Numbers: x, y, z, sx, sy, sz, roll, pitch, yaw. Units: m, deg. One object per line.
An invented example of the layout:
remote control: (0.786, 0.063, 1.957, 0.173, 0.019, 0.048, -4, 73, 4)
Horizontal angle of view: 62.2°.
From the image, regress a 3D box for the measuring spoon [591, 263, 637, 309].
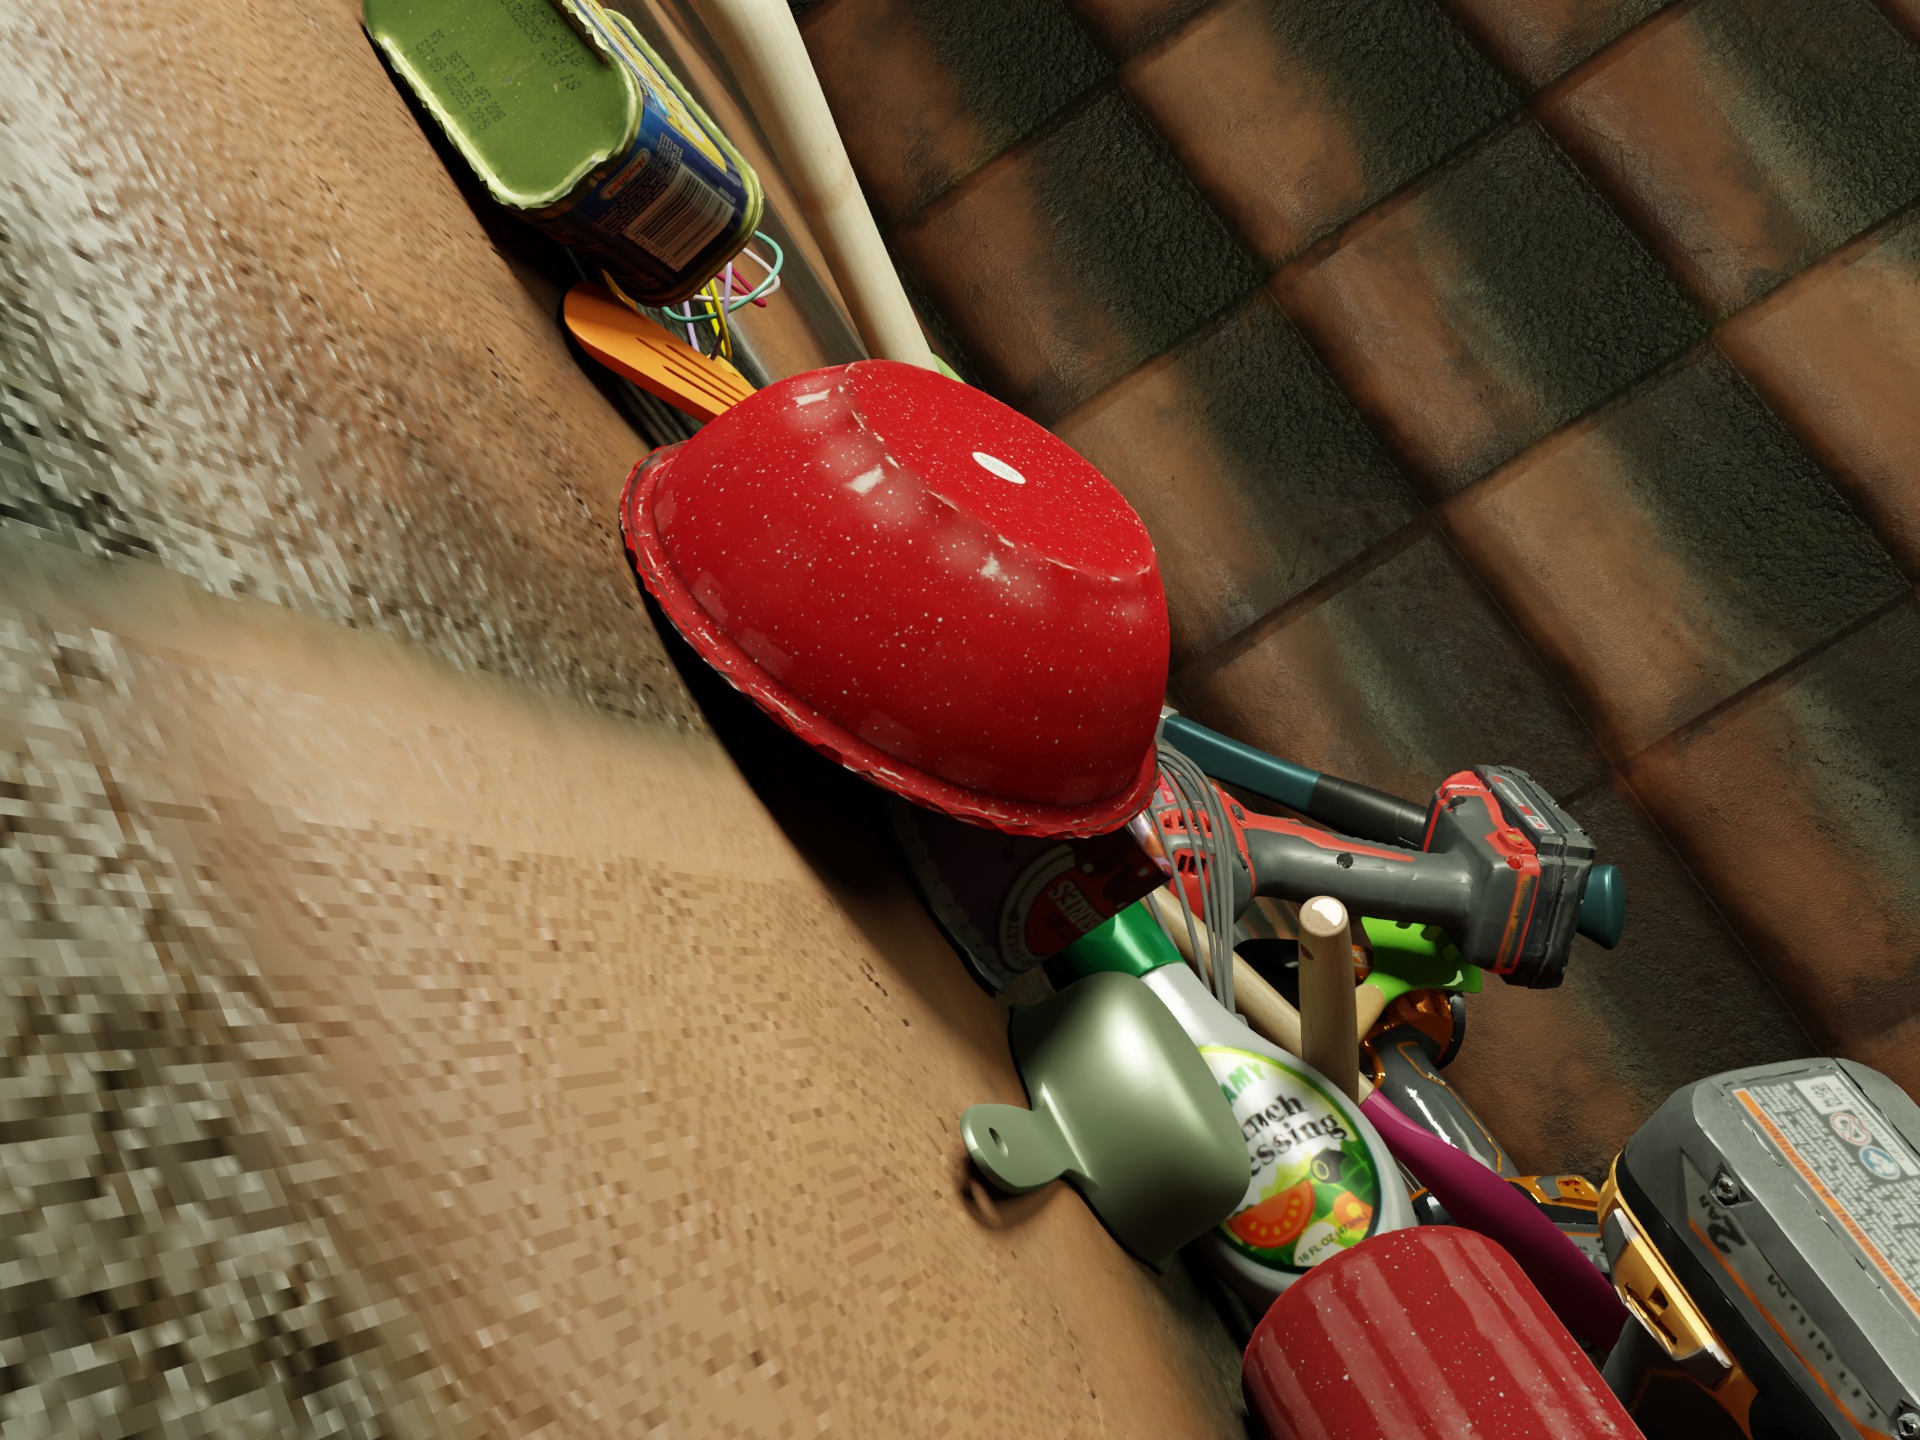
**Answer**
measuring spoon: (-0.133, -0.174, 0.537, 0.117, 0.011, 0.021, 63, 11, 18)

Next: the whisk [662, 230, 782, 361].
whisk: (-0.115, -0.211, 0.653, 0.047, 0.051, 0.245, 43, 12, -36)

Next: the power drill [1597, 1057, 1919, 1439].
power drill: (0.205, 0.223, 0.412, 0.186, 0.084, 0.226, -116, -149, -45)

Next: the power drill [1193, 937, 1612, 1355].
power drill: (0.212, 0.194, 0.780, 0.164, 0.084, 0.227, 15, 29, -27)

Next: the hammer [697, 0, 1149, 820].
hammer: (-0.013, -0.129, 0.695, 0.146, 0.038, 0.410, -100, 166, -70)

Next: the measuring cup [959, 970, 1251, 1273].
measuring cup: (0.037, 0.096, 0.395, 0.083, 0.038, 0.167, 60, 7, 19)

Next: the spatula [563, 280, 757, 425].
spatula: (-0.020, -0.014, 0.538, 0.322, 0.041, 0.081, 57, 6, -26)

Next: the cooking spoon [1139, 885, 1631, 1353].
cooking spoon: (0.138, 0.132, 0.626, 0.319, 0.017, 0.068, 44, -19, 14)

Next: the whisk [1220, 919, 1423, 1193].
whisk: (0.211, 0.210, 0.890, 0.285, 0.070, 0.070, 54, 8, 18)

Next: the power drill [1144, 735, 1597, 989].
power drill: (0.181, 0.059, 0.814, 0.188, 0.226, 0.080, -92, -172, -72)

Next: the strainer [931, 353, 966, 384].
strainer: (-0.011, -0.162, 0.941, 0.152, 0.069, 0.256, 50, 8, 24)

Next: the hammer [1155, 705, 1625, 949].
hammer: (0.219, 0.047, 0.920, 0.331, 0.128, 0.033, 23, 24, 31)

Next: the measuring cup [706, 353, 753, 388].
measuring cup: (-0.026, -0.087, 0.599, 0.173, 0.052, 0.095, 49, 31, 0)

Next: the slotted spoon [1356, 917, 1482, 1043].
slotted spoon: (0.184, 0.138, 0.737, 0.070, 0.031, 0.313, 33, 24, 22)

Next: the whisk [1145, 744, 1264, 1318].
whisk: (0.087, 0.108, 0.546, 0.055, 0.055, 0.239, 43, 28, -57)

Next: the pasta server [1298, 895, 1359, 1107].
pasta server: (0.136, 0.138, 0.558, 0.060, 0.040, 0.315, 38, -19, 33)
